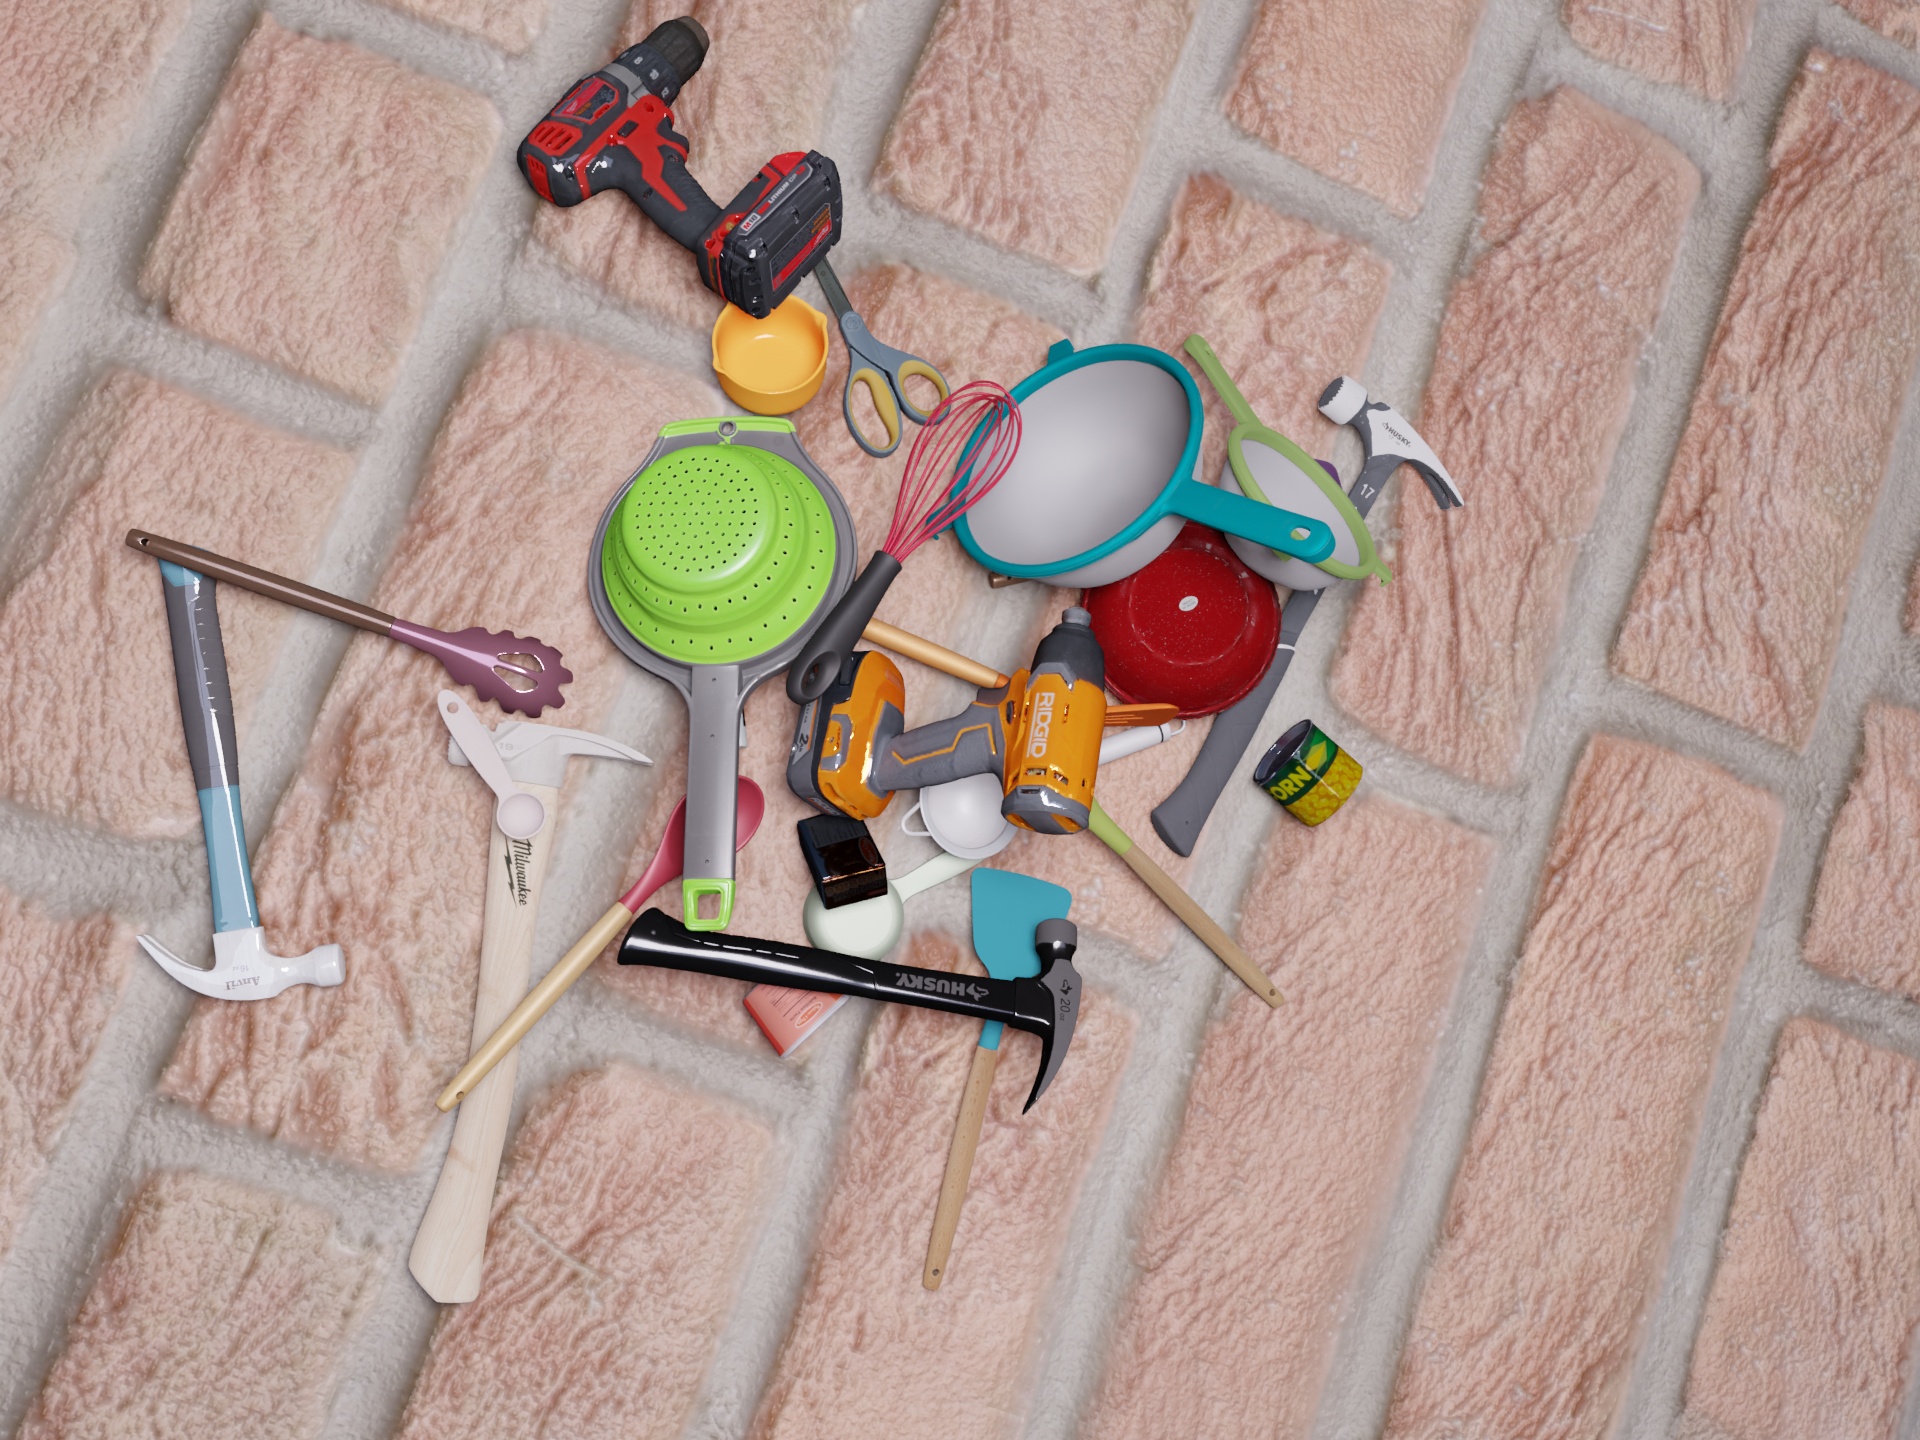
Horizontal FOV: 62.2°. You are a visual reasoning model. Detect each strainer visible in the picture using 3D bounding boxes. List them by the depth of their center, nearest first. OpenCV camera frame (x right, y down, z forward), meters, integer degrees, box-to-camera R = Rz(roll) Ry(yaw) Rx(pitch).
[{"bbox_3d":[0.146,-0.156,1.176,0.211,0.341,0.095,-55,138,-8],"label":"strainer"},{"bbox_3d":[0.222,-0.193,1.242,0.151,0.069,0.257,6,49,-45],"label":"strainer"},{"bbox_3d":[0.066,0.043,1.242,0.258,0.050,0.087,-19,89,-18],"label":"strainer"}]

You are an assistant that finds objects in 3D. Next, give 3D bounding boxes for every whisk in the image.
[{"bbox_3d":[-0.043,-0.133,1.167,0.073,0.073,0.296,34,72,-6],"label":"whisk"}]

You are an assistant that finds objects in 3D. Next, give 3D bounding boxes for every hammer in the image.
[{"bbox_3d":[-0.527,0.035,1.129,0.128,0.033,0.331,-9,86,-13],"label":"hammer"},{"bbox_3d":[-0.077,0.189,1.142,0.334,0.035,0.146,11,55,-10],"label":"hammer"},{"bbox_3d":[-0.323,0.207,1.150,0.146,0.038,0.411,8,83,-11],"label":"hammer"},{"bbox_3d":[0.269,-0.072,1.292,0.149,0.036,0.409,33,81,-15],"label":"hammer"}]

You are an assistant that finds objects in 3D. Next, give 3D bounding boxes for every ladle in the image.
[{"bbox_3d":[-0.257,0.155,1.142,0.315,0.031,0.069,-48,128,-23],"label":"ladle"},{"bbox_3d":[0.150,0.116,1.220,0.320,0.062,0.078,45,76,-15],"label":"ladle"}]

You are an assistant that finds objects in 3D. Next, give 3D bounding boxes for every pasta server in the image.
[{"bbox_3d":[-0.435,-0.075,1.146,0.316,0.040,0.060,20,81,-12],"label":"pasta server"}]

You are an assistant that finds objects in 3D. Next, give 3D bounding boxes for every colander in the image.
[{"bbox_3d":[-0.181,-0.053,1.132,0.204,0.094,0.397,-2,74,4],"label":"colander"}]

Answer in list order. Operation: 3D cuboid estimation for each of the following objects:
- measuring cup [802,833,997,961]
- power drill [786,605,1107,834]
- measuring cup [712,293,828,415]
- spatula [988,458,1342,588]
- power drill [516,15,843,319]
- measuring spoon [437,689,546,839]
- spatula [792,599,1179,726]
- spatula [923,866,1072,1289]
[{"bbox_3d":[-0.040,0.128,1.211,0.167,0.038,0.083,-27,90,-10],"label":"measuring cup"},{"bbox_3d":[-0.002,-0.004,1.148,0.226,0.084,0.164,0,67,28],"label":"power drill"},{"bbox_3d":[-0.167,-0.313,1.231,0.095,0.052,0.174,-28,76,-14],"label":"measuring cup"},{"bbox_3d":[0.170,-0.156,1.293,0.316,0.018,0.060,-17,92,-13],"label":"spatula"},{"bbox_3d":[-0.196,-0.428,1.204,0.227,0.080,0.188,34,71,11],"label":"power drill"},{"bbox_3d":[-0.338,0.031,1.139,0.034,0.018,0.124,-32,86,-16],"label":"measuring spoon"},{"bbox_3d":[0.009,-0.048,1.223,0.322,0.081,0.041,23,80,2],"label":"spatula"},{"bbox_3d":[0.015,0.274,1.217,0.082,0.044,0.317,15,86,-9],"label":"spatula"}]
